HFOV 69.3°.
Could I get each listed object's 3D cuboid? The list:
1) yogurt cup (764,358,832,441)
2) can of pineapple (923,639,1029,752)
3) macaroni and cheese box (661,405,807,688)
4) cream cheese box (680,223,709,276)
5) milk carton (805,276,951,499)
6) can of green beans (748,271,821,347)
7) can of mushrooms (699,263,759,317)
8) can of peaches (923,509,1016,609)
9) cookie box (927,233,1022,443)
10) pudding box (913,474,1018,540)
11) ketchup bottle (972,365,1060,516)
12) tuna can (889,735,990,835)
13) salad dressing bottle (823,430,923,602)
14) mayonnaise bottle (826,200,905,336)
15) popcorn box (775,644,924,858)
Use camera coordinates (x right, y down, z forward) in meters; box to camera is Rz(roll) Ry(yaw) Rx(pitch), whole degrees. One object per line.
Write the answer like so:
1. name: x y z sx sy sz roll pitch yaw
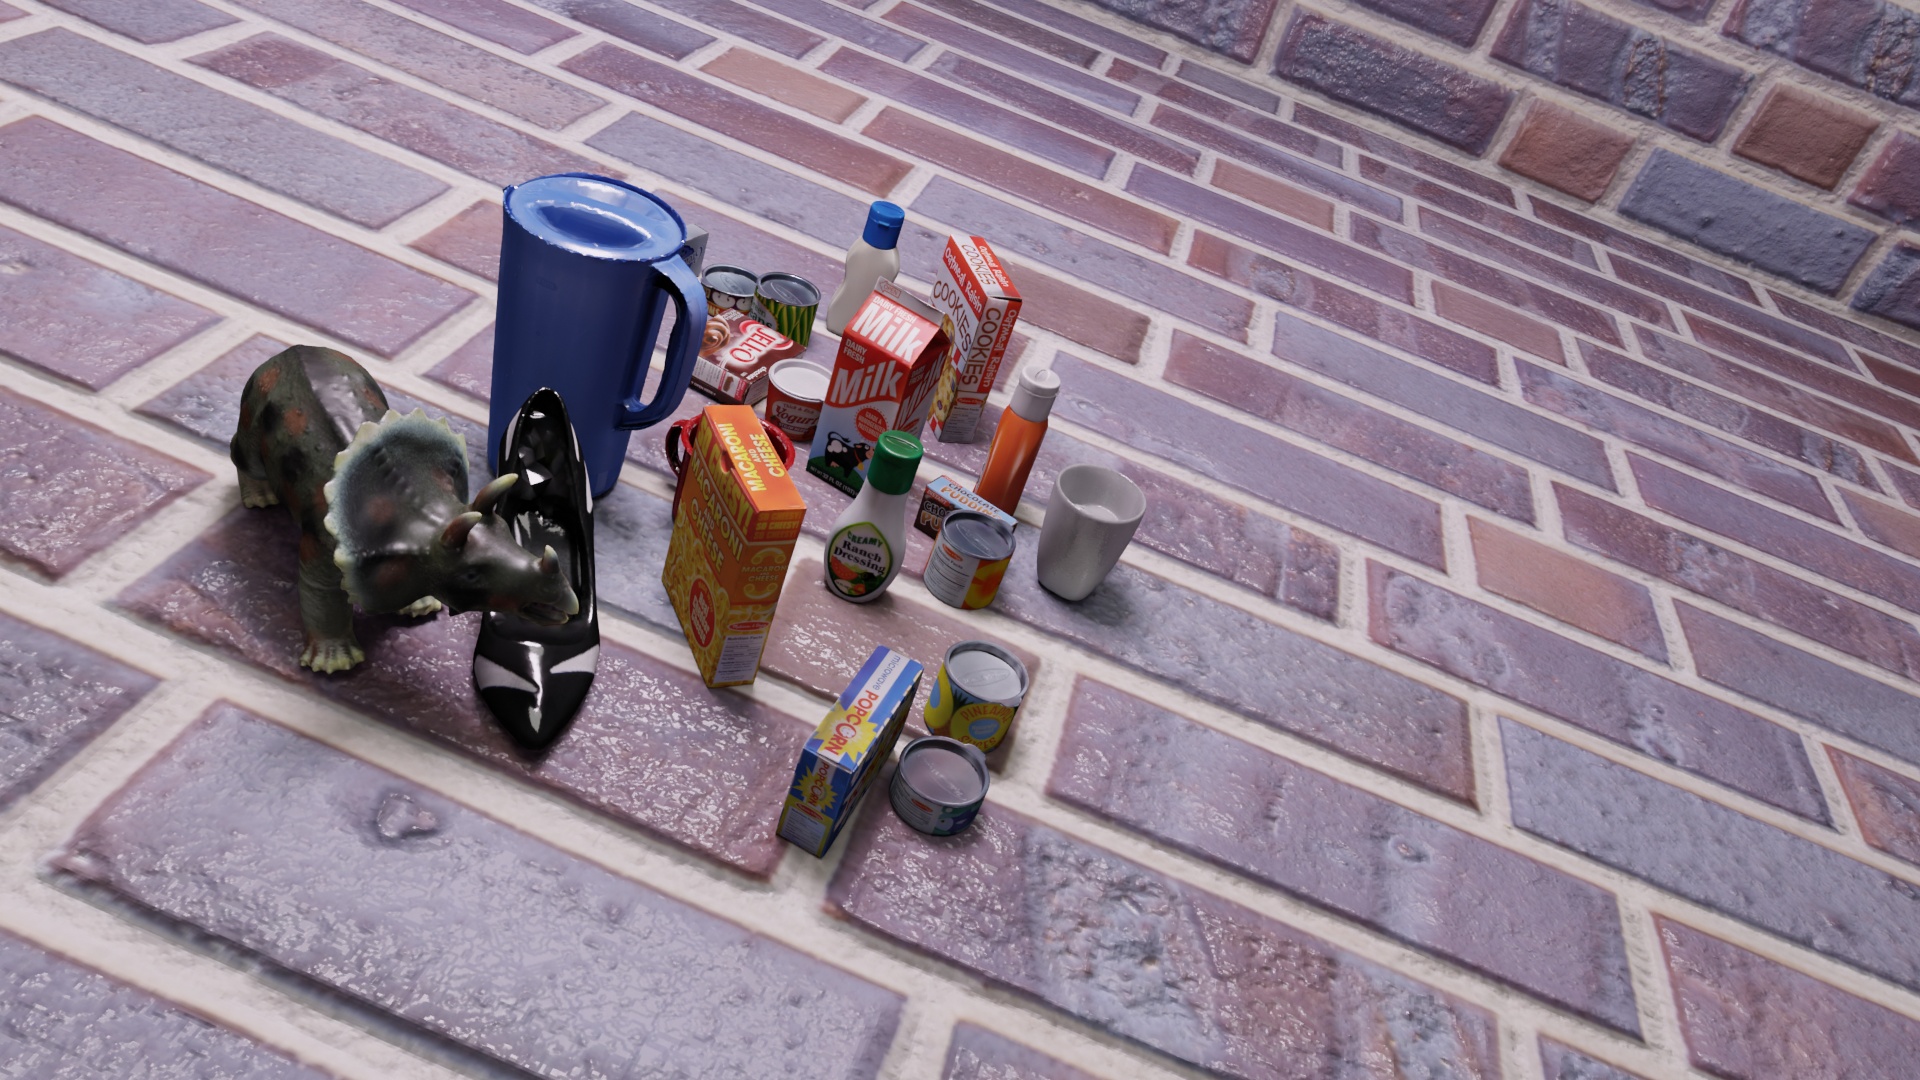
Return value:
1. yogurt cup: -0.150 -0.130 1.295 0.072 0.053 0.073 14 35 -10
2. can of pineapple: 0.012 0.118 1.038 0.071 0.057 0.071 14 35 -10
3. macaroni and cheese box: -0.168 0.004 1.005 0.040 0.165 0.124 -3 41 -31
4. cream cheese box: -0.304 -0.288 1.432 0.024 0.053 0.104 31 36 14
5. milk carton: -0.068 -0.134 1.223 0.072 0.189 0.074 31 36 15
6. can of green beans: -0.181 -0.232 1.415 0.071 0.057 0.071 14 35 -10
7. can of mushrooms: -0.240 -0.256 1.439 0.071 0.033 0.071 14 35 -10
8. can of peaches: 0.009 0.016 1.176 0.071 0.057 0.071 14 35 -10
9. cookie box: 0.001 -0.199 1.368 0.040 0.166 0.123 3 38 -25
10. pudding box: 0.004 -0.015 1.223 0.084 0.049 0.030 33 36 18
11. ketchup bottle: 0.051 -0.087 1.258 0.043 0.148 0.065 25 35 6
12. tuna can: -0.014 0.171 0.975 0.071 0.032 0.071 14 35 -10
13. salad dressing bottle: -0.067 -0.019 1.105 0.064 0.146 0.044 23 34 3
14. mayonnaise bottle: -0.094 -0.279 1.445 0.065 0.147 0.041 17 34 -6
15. popcorn box: -0.073 0.140 0.941 0.038 0.084 0.127 26 35 7
